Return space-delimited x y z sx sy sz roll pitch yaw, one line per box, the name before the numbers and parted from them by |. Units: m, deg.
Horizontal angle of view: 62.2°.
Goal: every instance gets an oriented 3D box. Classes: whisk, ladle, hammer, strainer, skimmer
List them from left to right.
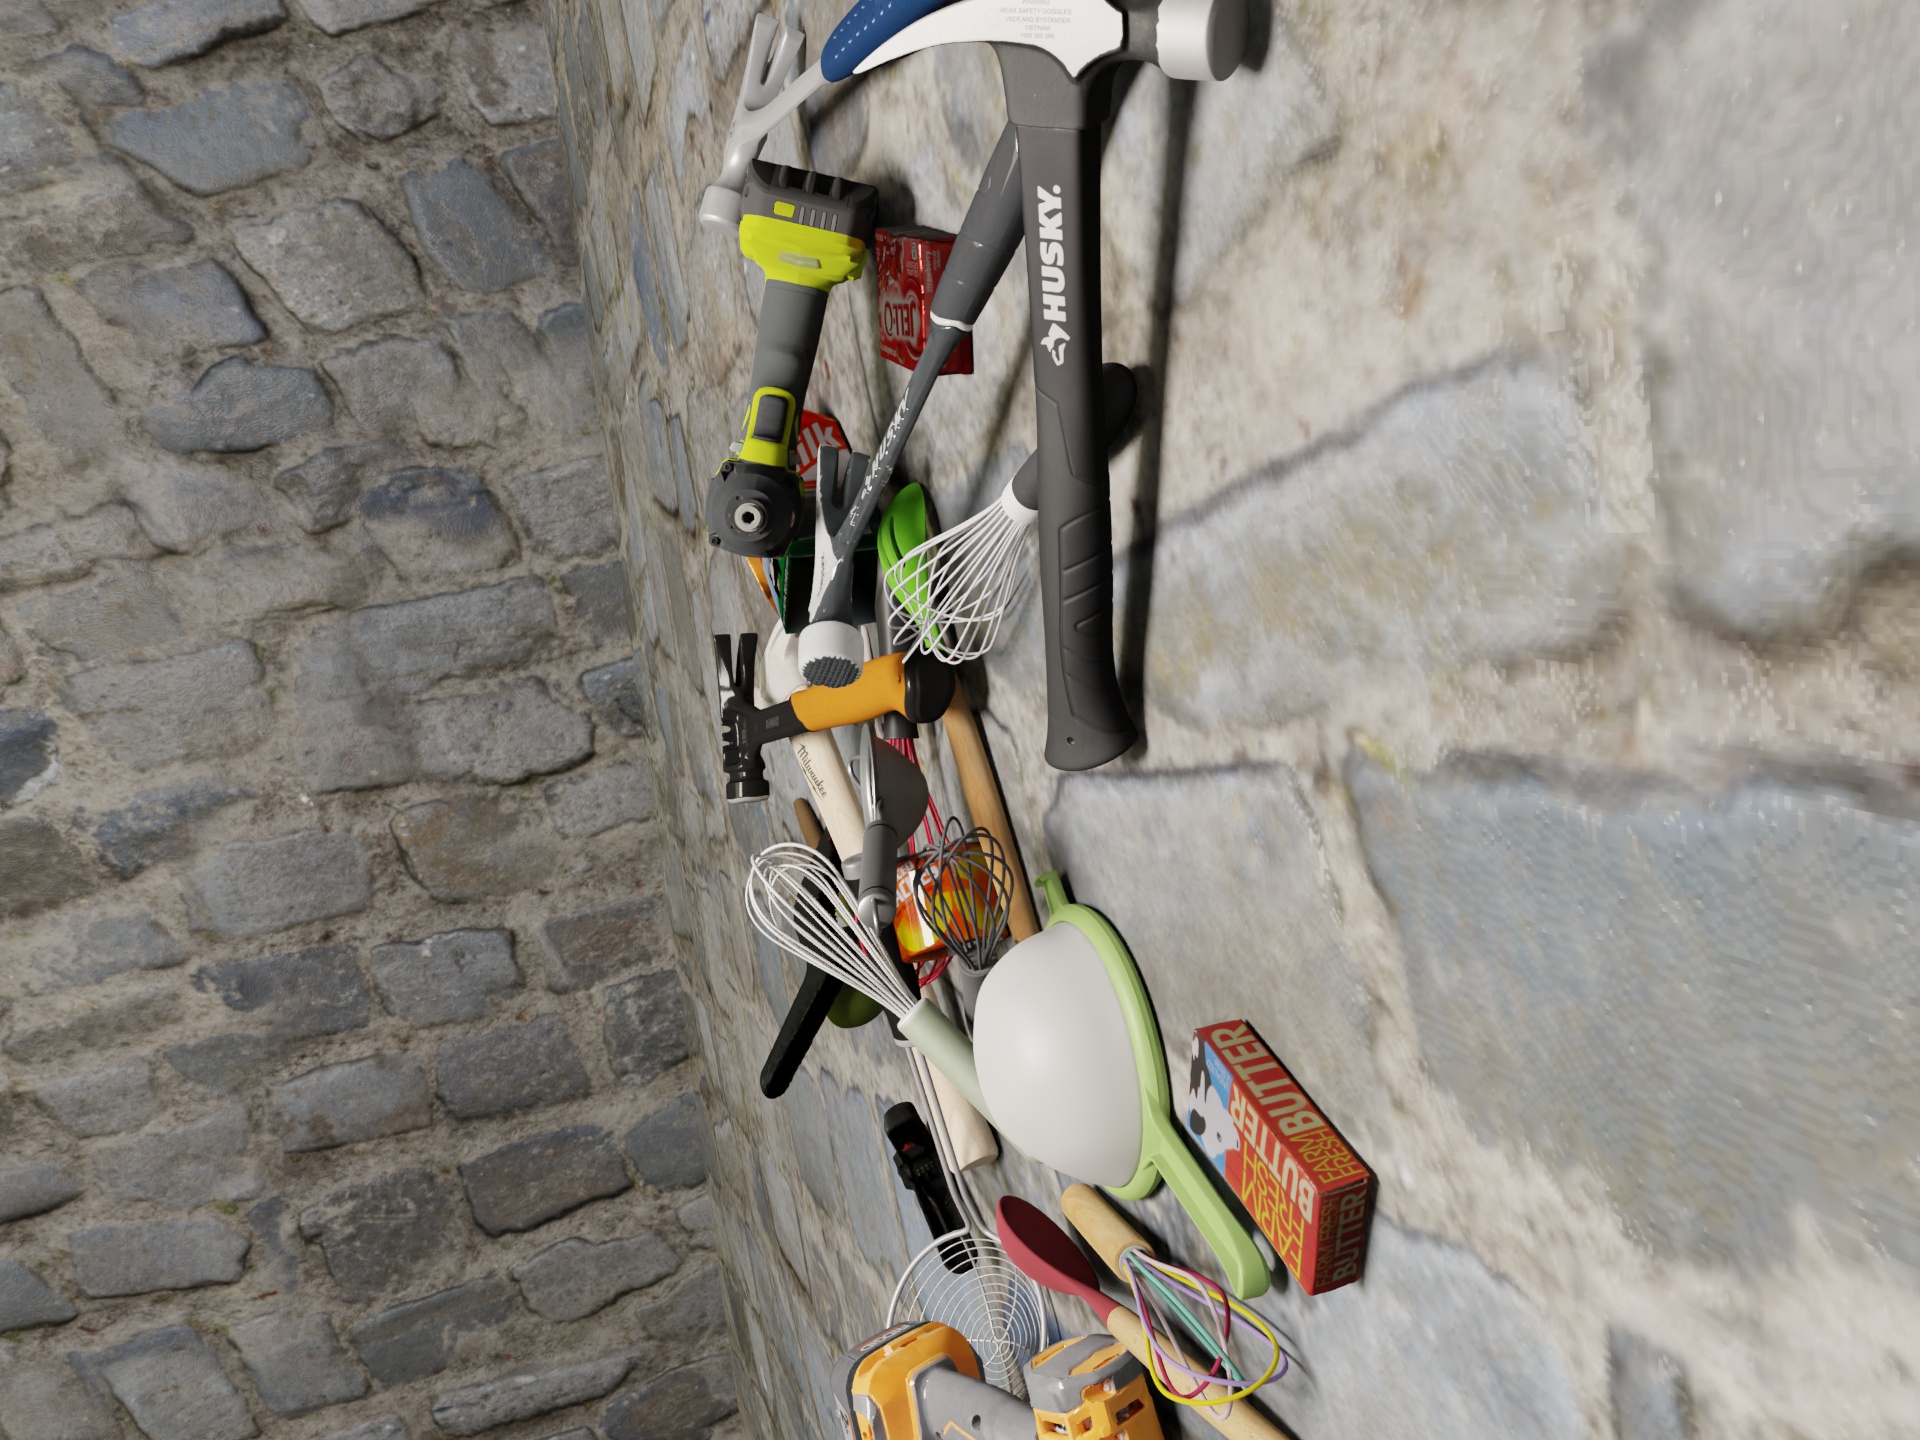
hammer | -0.092 -0.017 1.044 0.337 0.034 0.127 -12 82 62
ladle | -0.117 0.149 1.352 0.320 0.062 0.078 -124 10 -60
hammer | -0.076 -0.386 0.921 0.406 0.035 0.144 16 91 67
hammer | -0.059 0.112 1.113 0.411 0.038 0.146 66 148 24
strainer | -0.041 0.062 0.862 0.258 0.050 0.087 -96 5 -74
whisk | -0.037 0.031 1.030 0.073 0.073 0.296 171 97 -73
whisk | -0.033 0.164 0.921 0.246 0.058 0.059 45 -176 5
skimmer | -0.030 0.264 0.981 0.127 0.090 0.363 -7 104 38
hammer | -0.009 -0.181 0.756 0.408 0.036 0.149 124 151 -53
whisk | 0.009 0.131 0.891 0.238 0.055 0.055 80 170 -52
whisk | 0.023 -0.094 0.773 0.284 0.070 0.070 135 125 -63
hammer | 0.040 -0.121 0.643 0.146 0.035 0.334 16 129 29
strainer | 0.061 0.191 0.758 0.257 0.069 0.151 -131 36 -63
whisk | 0.085 0.263 0.749 0.051 0.047 0.245 40 173 -10
ladle | 0.091 0.300 0.769 0.031 0.069 0.315 -58 21 -9

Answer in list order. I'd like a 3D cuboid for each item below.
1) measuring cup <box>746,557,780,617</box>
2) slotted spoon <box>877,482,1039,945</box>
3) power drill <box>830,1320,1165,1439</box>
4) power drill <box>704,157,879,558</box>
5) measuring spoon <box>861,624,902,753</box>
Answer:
measuring cup | -0.111 -0.088 1.235 0.173 0.052 0.095 61 -177 -21
slotted spoon | -0.001 -0.003 0.941 0.070 0.031 0.314 121 136 -60
power drill | 0.035 0.425 0.866 0.226 0.084 0.185 -18 86 50
power drill | -0.107 -0.210 0.954 0.171 0.080 0.223 -113 34 -78
measuring spoon | -0.052 -0.016 1.083 0.034 0.018 0.124 -113 12 -48
